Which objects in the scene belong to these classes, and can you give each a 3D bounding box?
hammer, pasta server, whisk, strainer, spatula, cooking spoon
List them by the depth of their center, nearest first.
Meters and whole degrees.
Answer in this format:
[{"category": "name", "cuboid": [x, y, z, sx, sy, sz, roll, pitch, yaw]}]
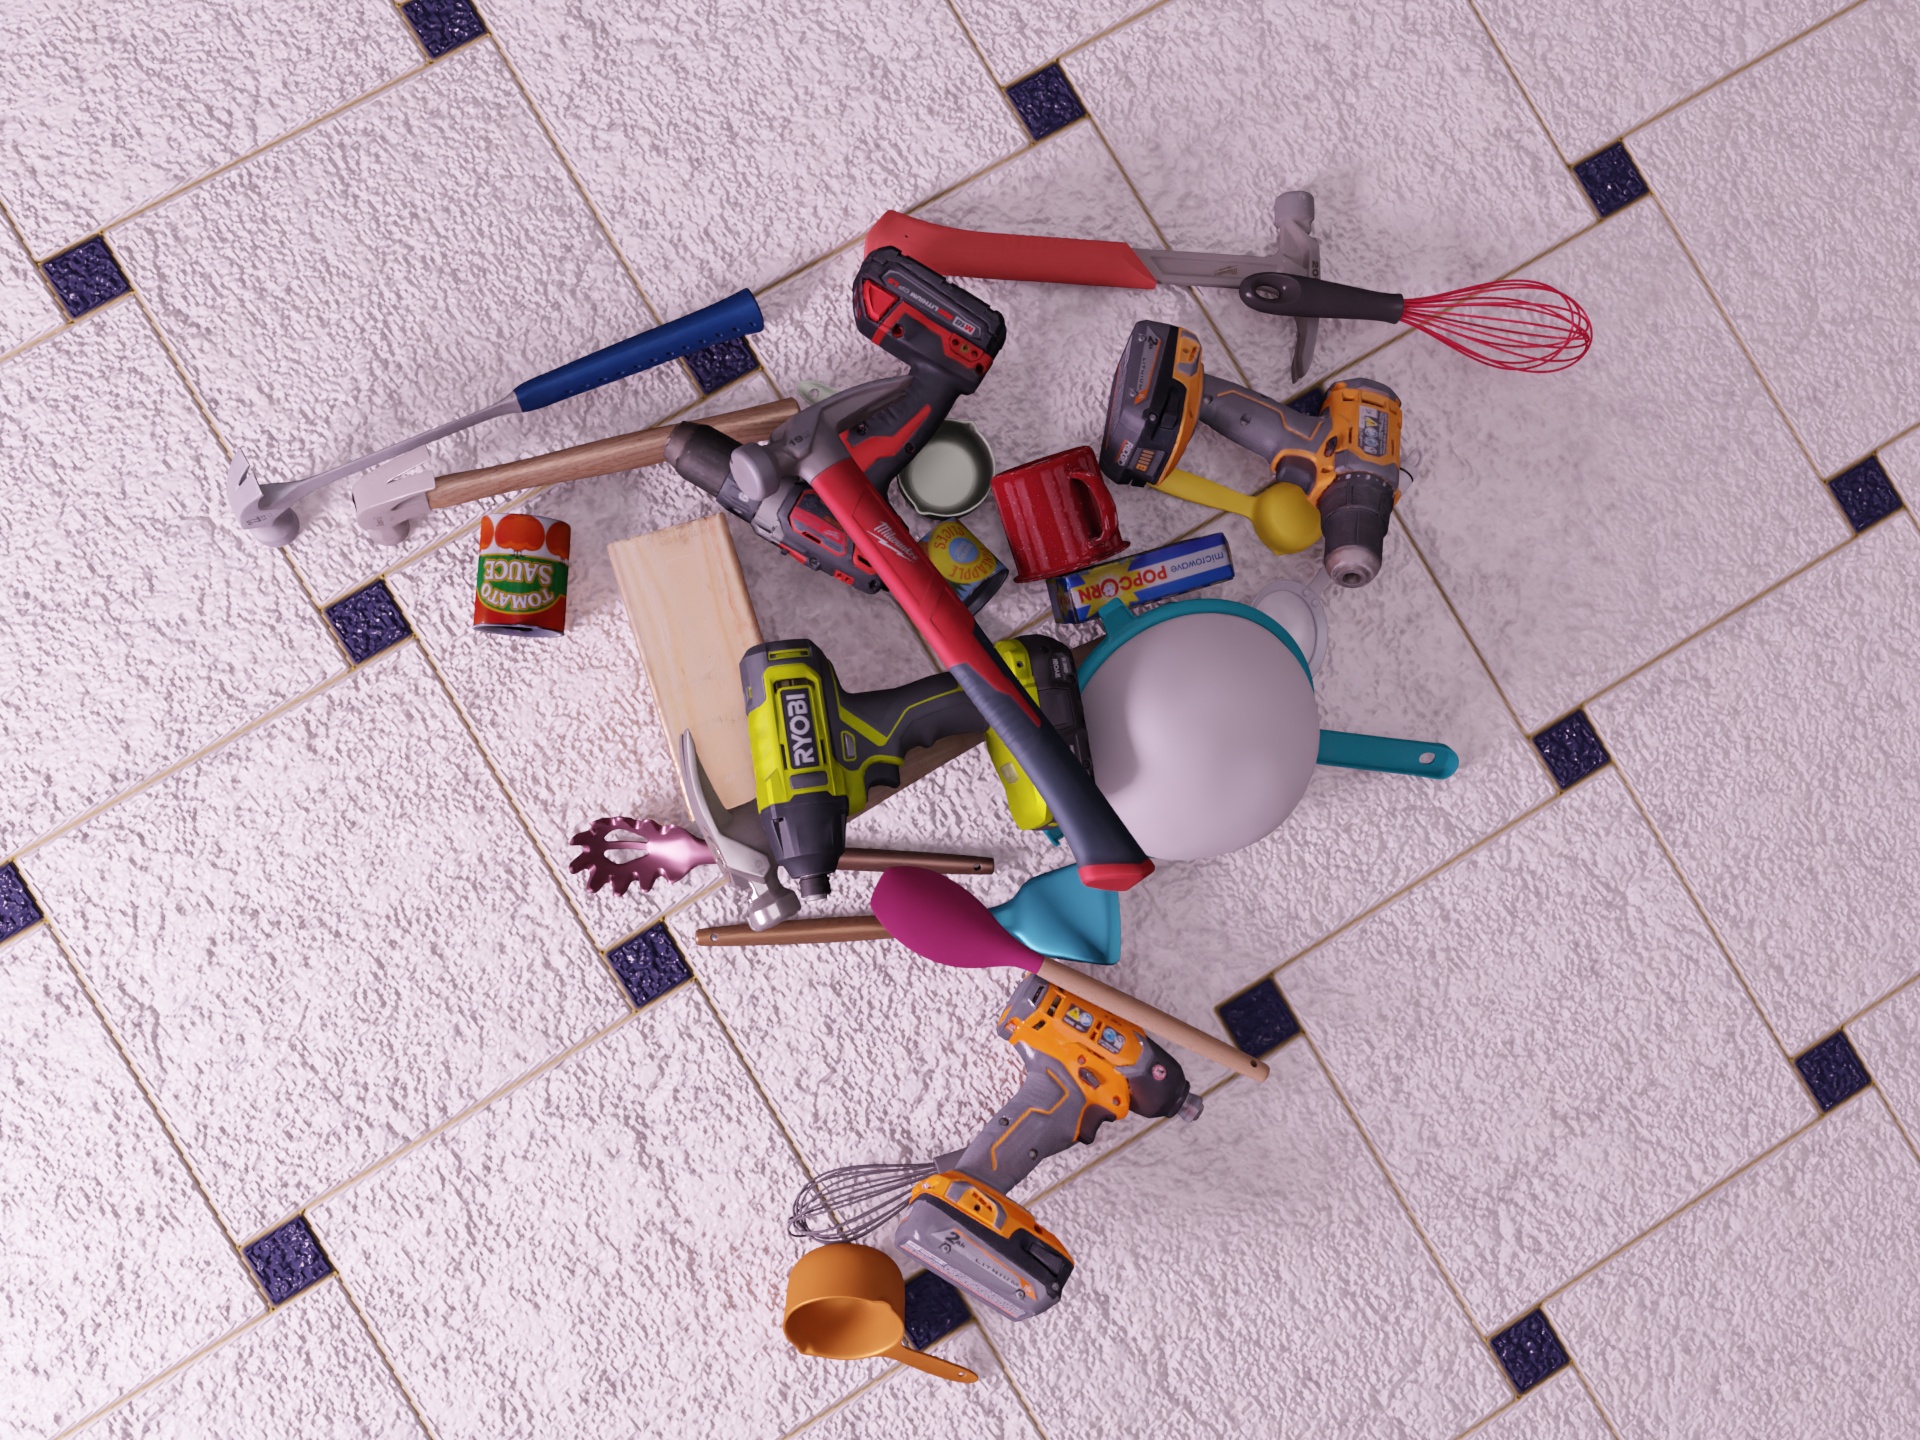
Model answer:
[{"category": "hammer", "cuboid": [0.013, -0.057, 1.055, 0.143, 0.038, 0.386, -32, 80, -24]}, {"category": "hammer", "cuboid": [-0.002, -0.004, 1.157, 0.410, 0.038, 0.146, -26, 90, -23]}, {"category": "hammer", "cuboid": [-0.334, -0.230, 1.163, 0.405, 0.144, 0.035, -25, 90, -13]}, {"category": "cooking spoon", "cuboid": [0.082, 0.190, 1.163, 0.319, 0.017, 0.069, 26, 53, -1]}, {"category": "strainer", "cuboid": [0.238, 0.031, 1.169, 0.340, 0.095, 0.211, 6, 112, -19]}, {"category": "hammer", "cuboid": [-0.277, -0.192, 1.172, 0.331, 0.130, 0.031, -15, 86, -14]}, {"category": "whisk", "cuboid": [-0.015, 0.339, 1.186, 0.239, 0.055, 0.055, -15, 88, -11]}, {"category": "pasta server", "cuboid": [-0.131, 0.104, 1.193, 0.316, 0.040, 0.060, 3, 101, -6]}, {"category": "spatula", "cuboid": [-0.040, 0.152, 1.195, 0.317, 0.044, 0.082, -3, 83, -4]}, {"category": "whisk", "cuboid": [0.359, -0.318, 1.241, 0.295, 0.073, 0.073, 5, 86, -10]}, {"category": "strainer", "cuboid": [0.288, -0.117, 1.245, 0.086, 0.050, 0.258, 45, 77, -25]}, {"category": "hammer", "cuboid": [0.104, -0.349, 1.245, 0.359, 0.036, 0.149, 2, 86, -6]}]

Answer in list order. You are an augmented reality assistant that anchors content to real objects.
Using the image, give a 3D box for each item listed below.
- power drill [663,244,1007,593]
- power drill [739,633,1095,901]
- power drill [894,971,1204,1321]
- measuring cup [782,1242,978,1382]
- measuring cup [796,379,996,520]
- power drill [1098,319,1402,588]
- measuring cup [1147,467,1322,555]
[{"category": "power drill", "cuboid": [-0.089, -0.228, 1.157, 0.188, 0.080, 0.227, 29, 88, -8]}, {"category": "power drill", "cuboid": [-0.030, 0.025, 1.083, 0.223, 0.080, 0.171, -7, 81, -18]}, {"category": "power drill", "cuboid": [0.070, 0.309, 1.146, 0.164, 0.084, 0.226, 31, 62, 3]}, {"category": "measuring cup", "cuboid": [-0.052, 0.439, 1.173, 0.173, 0.052, 0.095, 34, 122, -27]}, {"category": "measuring cup", "cuboid": [-0.051, -0.213, 1.222, 0.167, 0.038, 0.083, 30, 84, -1]}, {"category": "power drill", "cuboid": [0.223, -0.198, 1.196, 0.226, 0.084, 0.185, 15, 57, -5]}, {"category": "measuring cup", "cuboid": [0.214, -0.175, 1.245, 0.156, 0.029, 0.062, 17, 85, -7]}]
